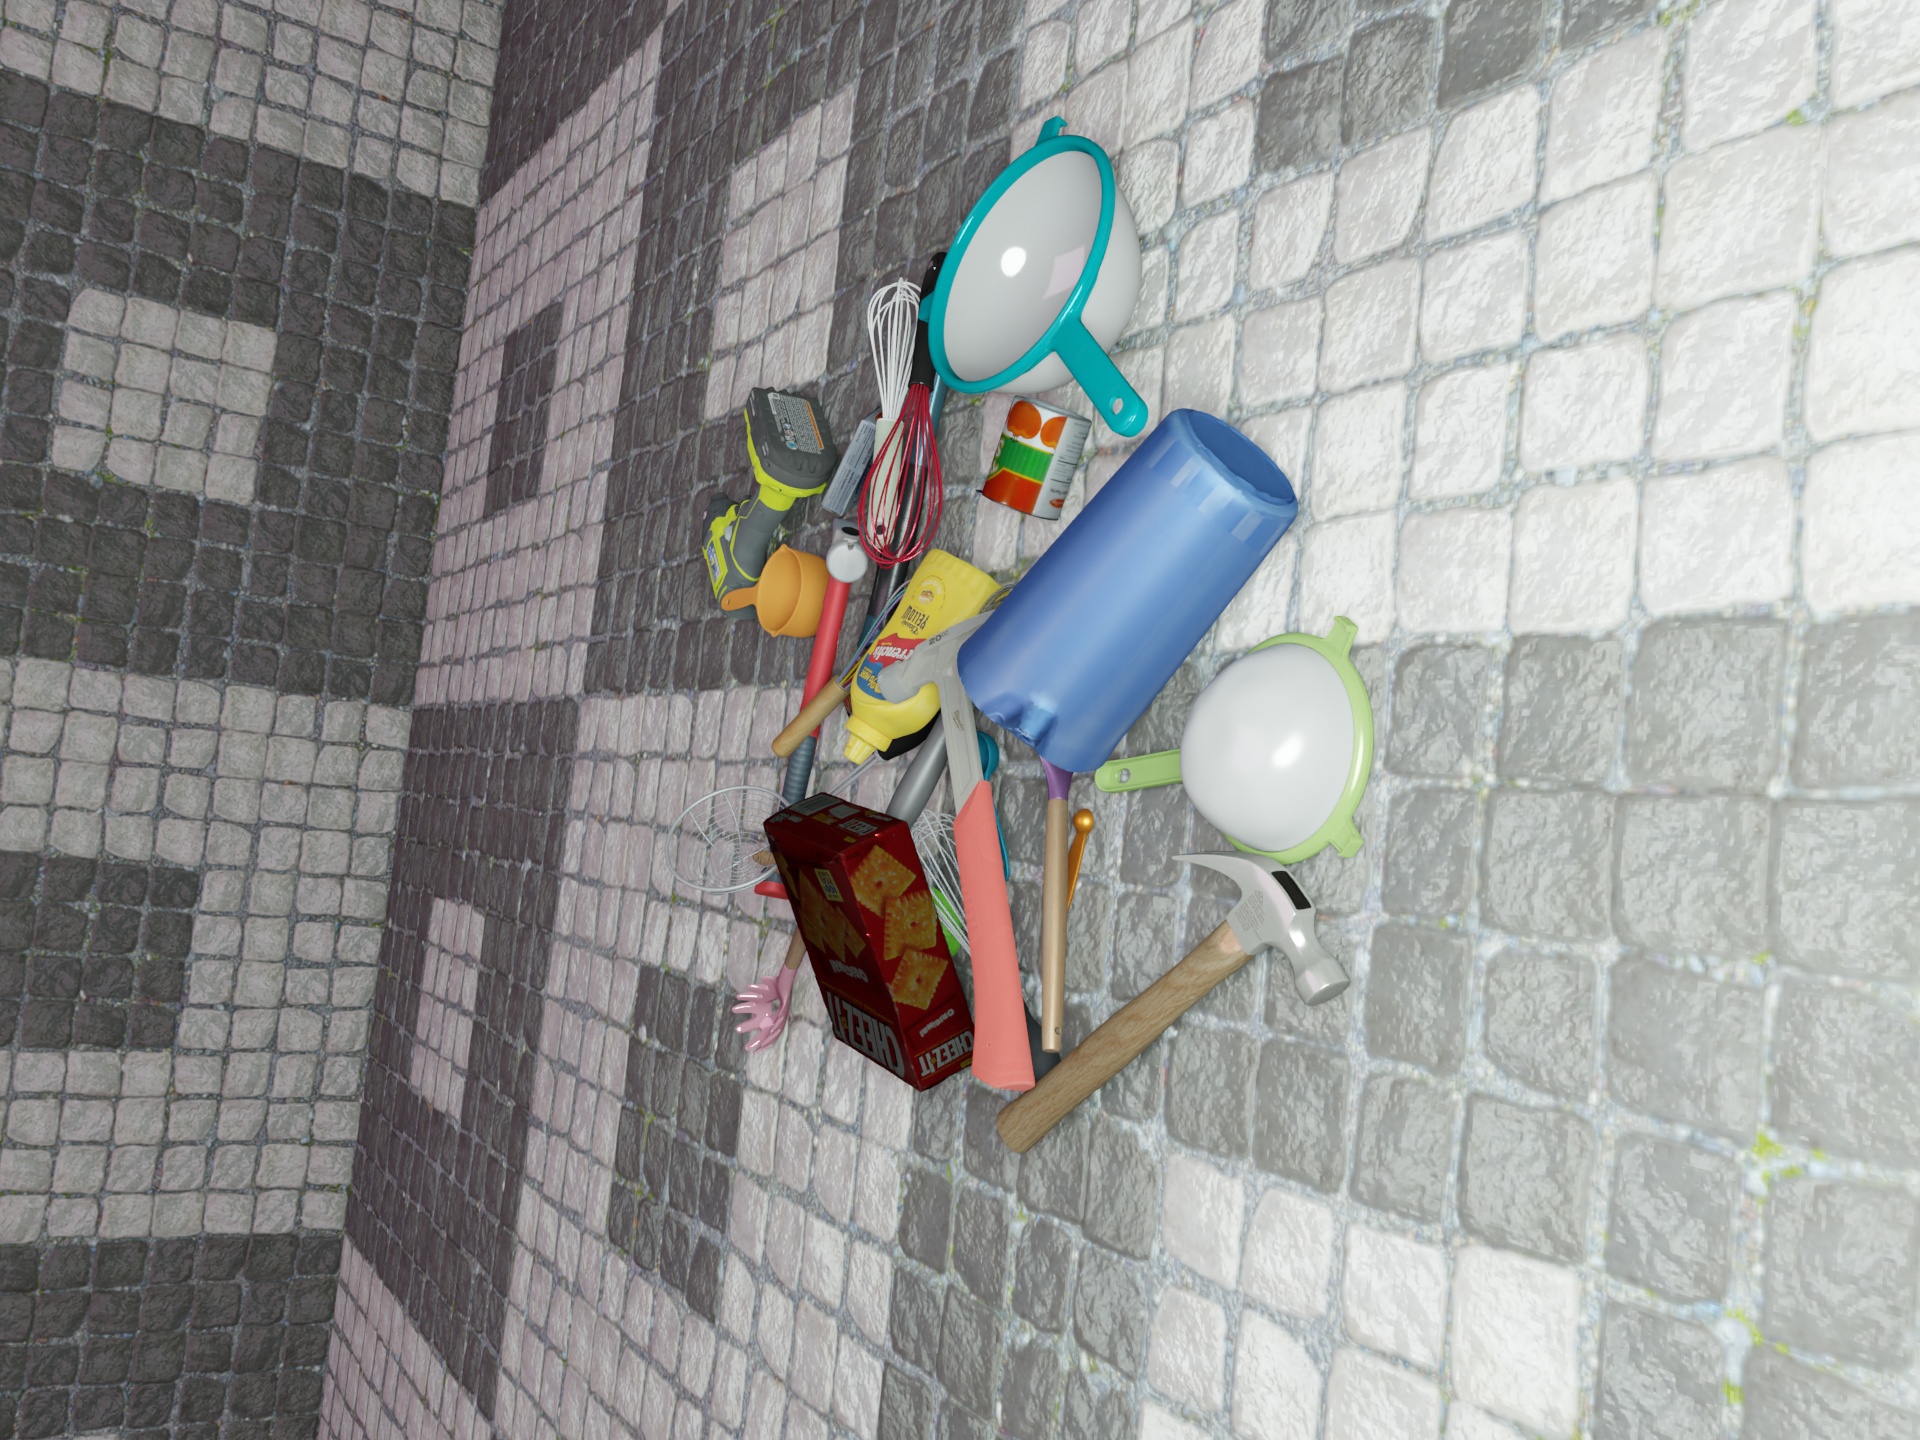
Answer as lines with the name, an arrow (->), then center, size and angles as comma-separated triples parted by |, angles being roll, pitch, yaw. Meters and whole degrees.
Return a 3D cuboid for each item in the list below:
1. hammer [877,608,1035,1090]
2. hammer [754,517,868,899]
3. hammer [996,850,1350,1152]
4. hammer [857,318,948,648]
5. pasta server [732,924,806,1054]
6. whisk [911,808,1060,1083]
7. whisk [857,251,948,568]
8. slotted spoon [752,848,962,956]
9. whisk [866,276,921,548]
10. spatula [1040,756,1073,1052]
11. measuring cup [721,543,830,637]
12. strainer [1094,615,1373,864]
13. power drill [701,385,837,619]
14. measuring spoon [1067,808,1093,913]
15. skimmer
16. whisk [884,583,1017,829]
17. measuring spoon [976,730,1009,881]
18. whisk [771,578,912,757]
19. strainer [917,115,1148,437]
hammer -> 0.021, 0.093, 1.186 | 0.149, 0.036, 0.359 | -24, 62, 31
hammer -> -0.147, -0.005, 1.561 | 0.143, 0.038, 0.386 | -100, 23, -70
hammer -> 0.120, 0.202, 1.074 | 0.331, 0.031, 0.130 | -50, 54, 38
hammer -> -0.043, -0.223, 1.468 | 0.128, 0.033, 0.331 | 26, 105, 56
pasta server -> -0.159, 0.216, 1.491 | 0.060, 0.040, 0.316 | 58, 144, 28
whisk -> 0.016, 0.177, 1.257 | 0.070, 0.070, 0.285 | -59, 43, 32
whisk -> -0.038, -0.274, 1.395 | 0.073, 0.073, 0.296 | -7, 70, 57
slotted spoon -> -0.105, 0.156, 1.440 | 0.314, 0.031, 0.070 | 14, 104, 51
whisk -> -0.063, -0.279, 1.448 | 0.059, 0.058, 0.246 | -45, -39, -88
spatula -> 0.068, 0.083, 1.157 | 0.018, 0.059, 0.316 | -29, 52, 51
measuring cup -> -0.188, -0.126, 1.650 | 0.174, 0.052, 0.095 | -4, 79, 54
strainer -> 0.156, 0.021, 1.054 | 0.256, 0.069, 0.151 | -14, 71, 55
power drill -> -0.220, -0.243, 1.719 | 0.223, 0.080, 0.171 | -56, 40, 40
measuring spoon -> 0.078, 0.122, 1.208 | 0.021, 0.011, 0.117 | 33, 111, 56
skimmer -> -0.130, 0.046, 1.433 | 0.363, 0.090, 0.127 | -38, 34, 34
whisk -> -0.001, -0.004, 1.291 | 0.239, 0.055, 0.055 | -61, 34, 5
measuring spoon -> 0.029, 0.070, 1.303 | 0.042, 0.021, 0.129 | -33, 65, 50
whisk -> -0.091, -0.047, 1.451 | 0.245, 0.051, 0.047 | -44, 20, 26
strainer -> 0.093, -0.297, 1.197 | 0.211, 0.095, 0.341 | -51, 40, 24
